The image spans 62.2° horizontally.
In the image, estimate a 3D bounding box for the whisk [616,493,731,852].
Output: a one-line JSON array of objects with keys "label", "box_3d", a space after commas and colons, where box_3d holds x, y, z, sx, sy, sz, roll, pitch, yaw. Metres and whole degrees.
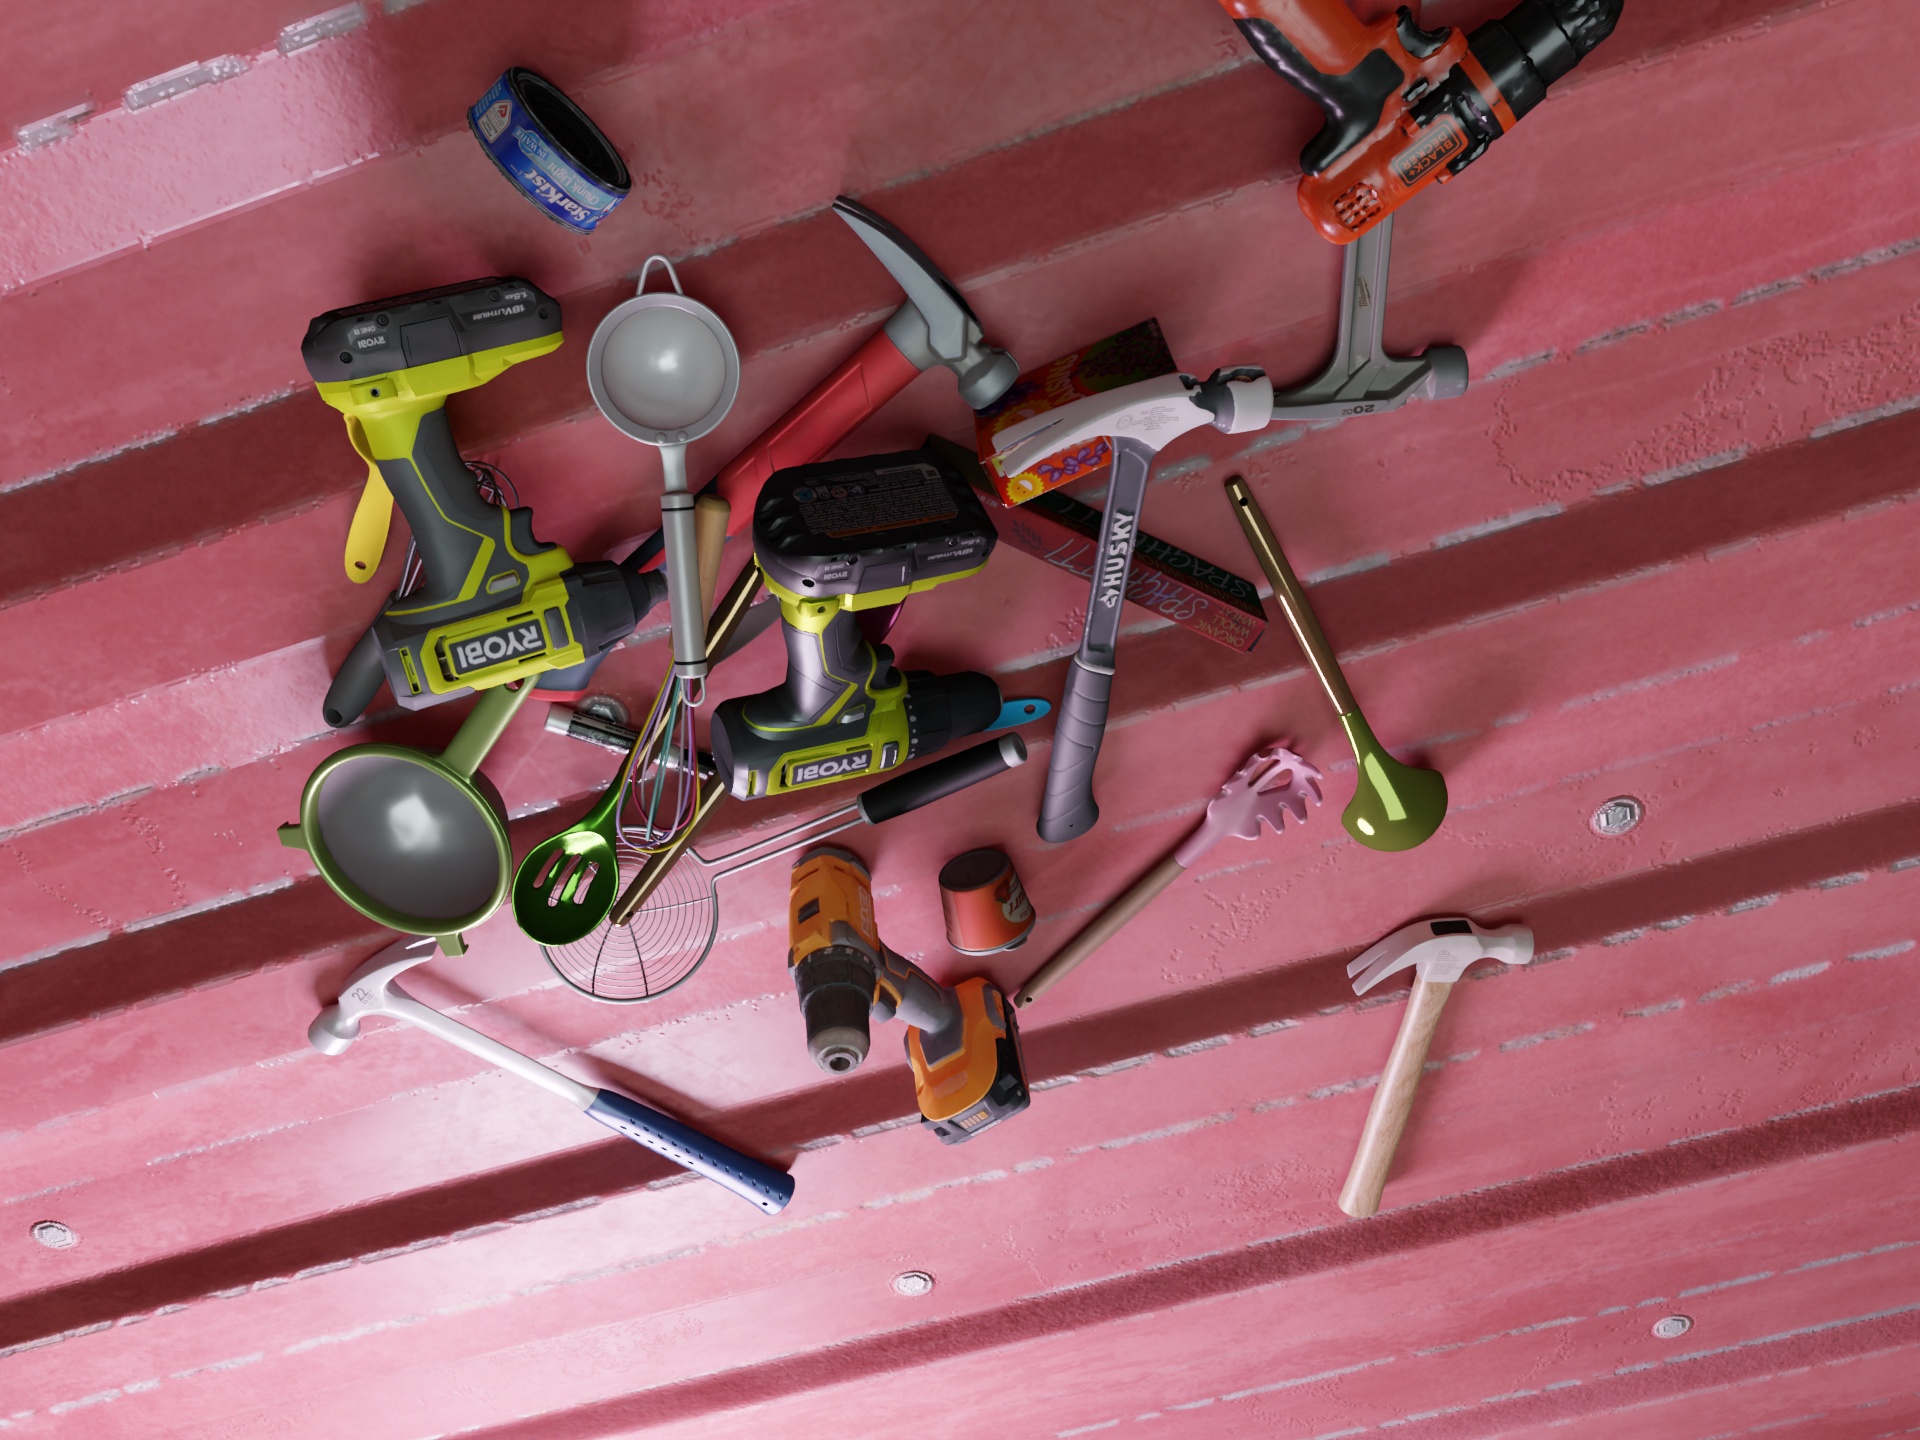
[{"label": "whisk", "box_3d": [-0.173, -0.024, 0.996, 0.047, 0.051, 0.245, 17, 112, 4]}]

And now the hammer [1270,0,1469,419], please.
[{"label": "hammer", "box_3d": [0.219, -0.337, 0.869, 0.149, 0.037, 0.358, -5, 125, 0]}]

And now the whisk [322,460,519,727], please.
[{"label": "whisk", "box_3d": [-0.351, -0.073, 1.014, 0.055, 0.055, 0.239, 31, 122, -22]}]

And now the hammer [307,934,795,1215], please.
[{"label": "hammer", "box_3d": [-0.302, 0.296, 1.271, 0.405, 0.035, 0.144, 34, 116, -23]}]

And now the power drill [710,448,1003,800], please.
[{"label": "power drill", "box_3d": [-0.050, -0.050, 0.969, 0.190, 0.080, 0.228, -12, 142, -21]}]

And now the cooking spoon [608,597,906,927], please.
[{"label": "cooking spoon", "box_3d": [-0.138, 0.015, 1.054, 0.319, 0.017, 0.068, -52, 141, 11]}]

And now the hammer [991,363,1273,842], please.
[{"label": "hammer", "box_3d": [0.081, -0.047, 0.988, 0.149, 0.036, 0.408, -11, 143, -12]}]

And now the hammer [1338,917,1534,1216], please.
[{"label": "hammer", "box_3d": [0.361, 0.292, 1.308, 0.130, 0.031, 0.331, 3, 124, -5]}]

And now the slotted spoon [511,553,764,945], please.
[{"label": "slotted spoon", "box_3d": [-0.205, 0.017, 1.053, 0.070, 0.031, 0.313, 28, 104, -24]}]

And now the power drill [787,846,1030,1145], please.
[{"label": "power drill", "box_3d": [-0.041, 0.217, 1.145, 0.084, 0.186, 0.226, -32, 123, 16]}]

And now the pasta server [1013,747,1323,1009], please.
[{"label": "pasta server", "box_3d": [0.144, 0.124, 1.178, 0.060, 0.040, 0.316, 39, 116, -12]}]

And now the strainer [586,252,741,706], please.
[{"label": "strainer", "box_3d": [-0.167, -0.135, 0.924, 0.087, 0.050, 0.258, -5, 101, -12]}]

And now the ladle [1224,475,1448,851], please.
[{"label": "ladle", "box_3d": [0.249, -0.034, 1.081, 0.078, 0.062, 0.320, -27, 115, 11]}]

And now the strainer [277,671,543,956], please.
[{"label": "strainer", "box_3d": [-0.336, 0.033, 1.065, 0.151, 0.069, 0.256, 37, 117, -9]}]

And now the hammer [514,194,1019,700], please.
[{"label": "hammer", "box_3d": [-0.154, -0.144, 0.976, 0.386, 0.038, 0.143, -37, 111, 22]}]

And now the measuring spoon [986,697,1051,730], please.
[{"label": "measuring spoon", "box_3d": [-0.002, -0.004, 1.099, 0.128, 0.021, 0.042, -10, 124, -8]}]

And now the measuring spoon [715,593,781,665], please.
[{"label": "measuring spoon", "box_3d": [-0.137, -0.065, 1.050, 0.124, 0.018, 0.034, -30, 96, 24]}]

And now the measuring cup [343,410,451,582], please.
[{"label": "measuring cup", "box_3d": [-0.354, -0.146, 0.980, 0.062, 0.029, 0.156, 22, 132, -15]}]

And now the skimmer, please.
[{"label": "skimmer", "box_3d": [-0.124, 0.090, 1.084, 0.363, 0.090, 0.127, -23, 95, 22]}]

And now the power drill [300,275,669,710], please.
[{"label": "power drill", "box_3d": [-0.269, -0.133, 0.914, 0.171, 0.080, 0.223, -19, 114, -21]}]
